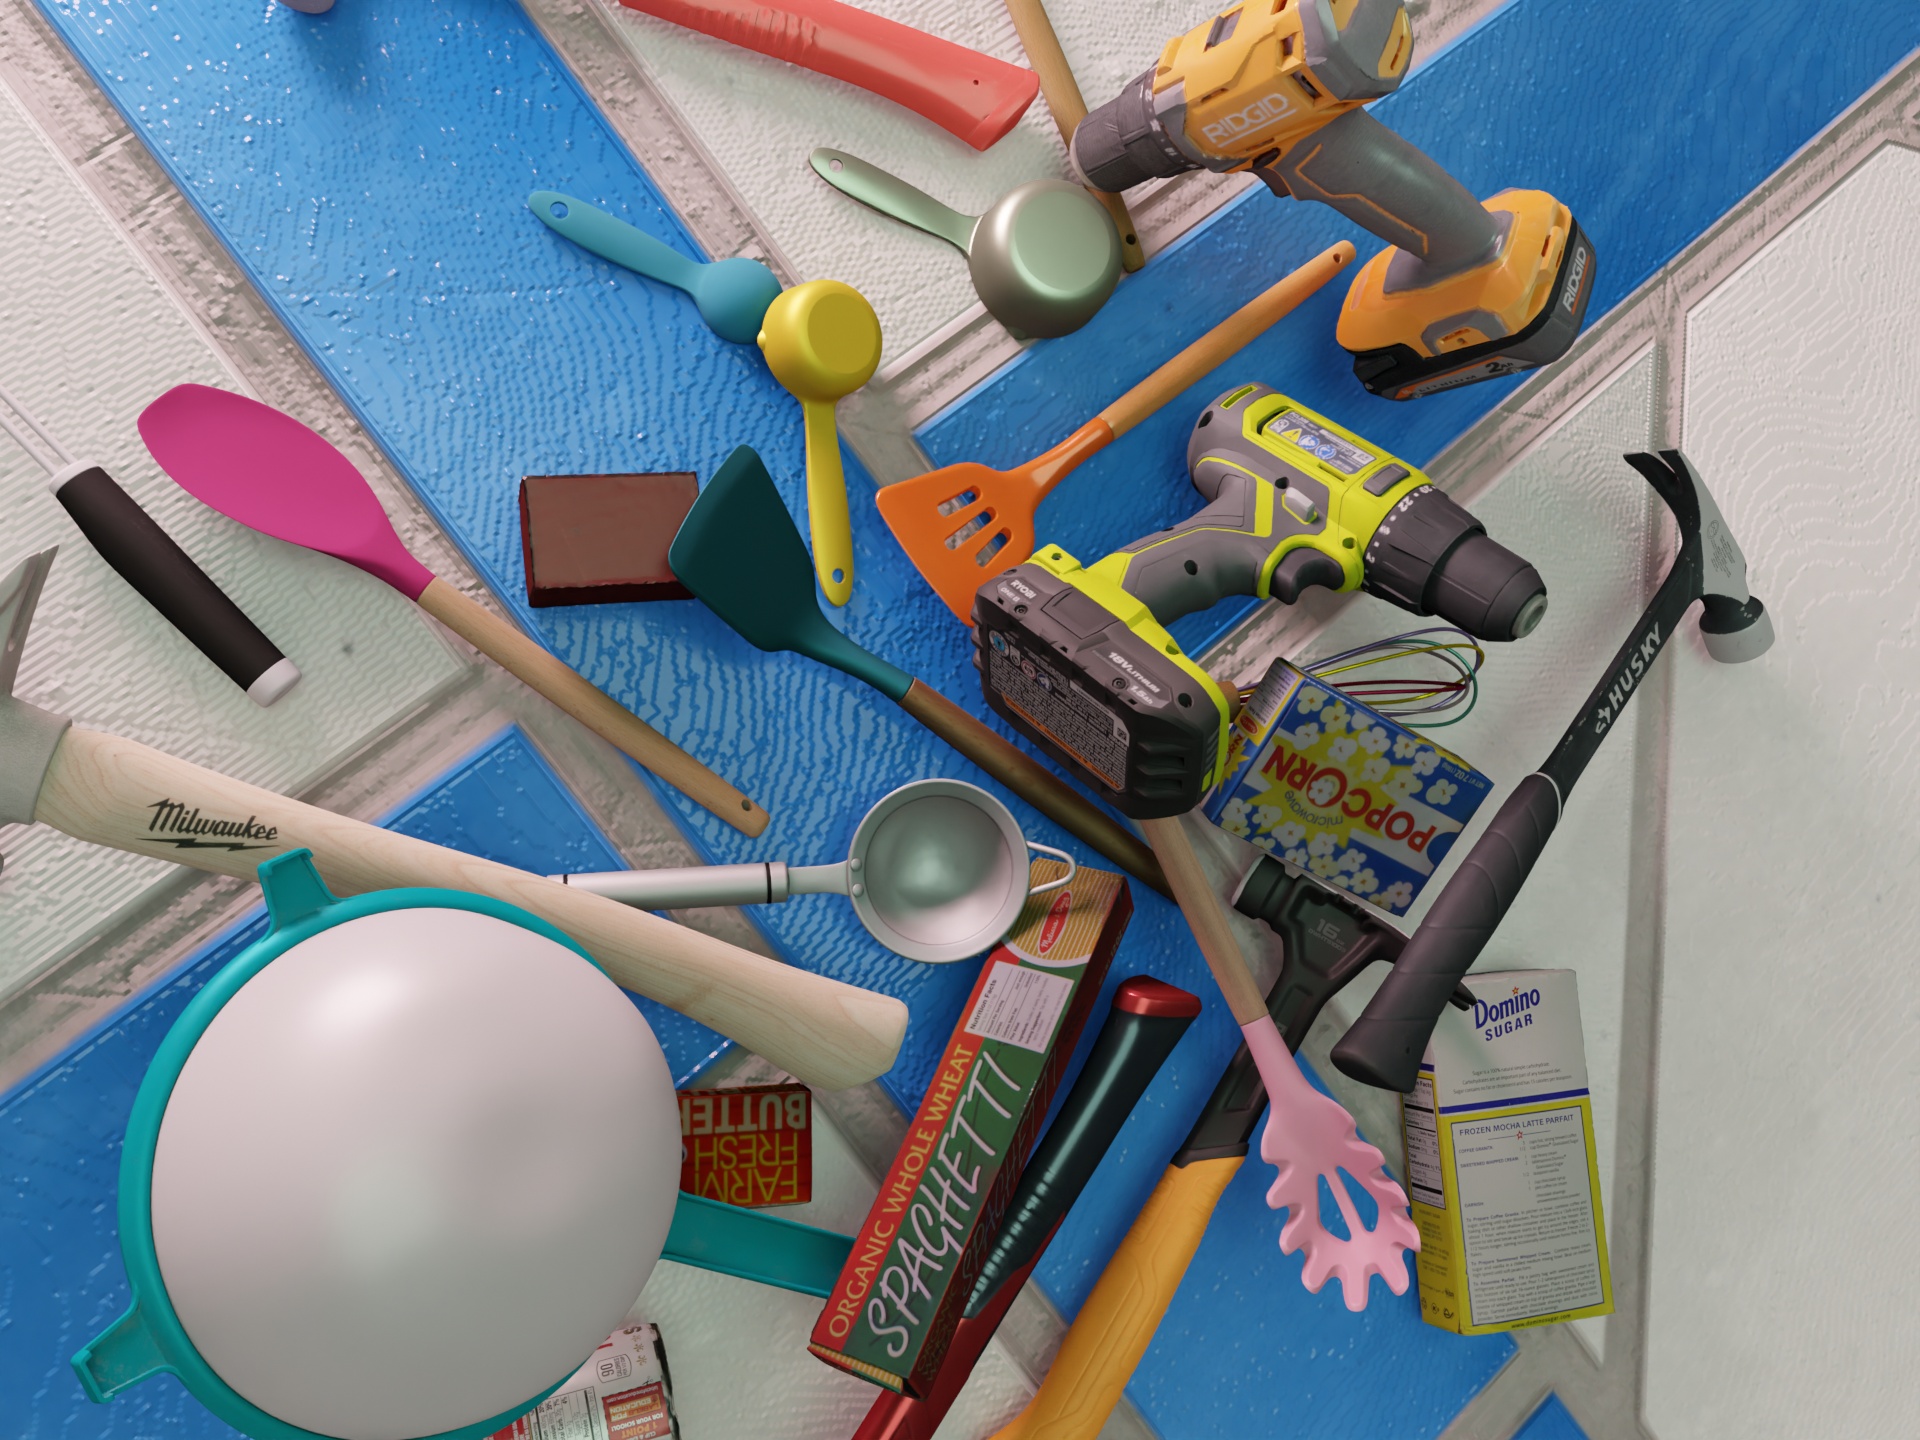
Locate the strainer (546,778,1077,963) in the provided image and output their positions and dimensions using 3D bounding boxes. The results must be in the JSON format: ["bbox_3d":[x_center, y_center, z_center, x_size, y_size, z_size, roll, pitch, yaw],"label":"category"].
[{"bbox_3d":[-0.077,0.073,0.733,0.258,0.050,0.087,-2,92,-12],"label":"strainer"}]

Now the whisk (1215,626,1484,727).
[{"bbox_3d":[0.159,-0.009,0.817,0.245,0.047,0.051,-8,88,-13],"label":"whisk"}]

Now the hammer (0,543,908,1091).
[{"bbox_3d":[-0.210,0.065,0.671,0.410,0.038,0.146,21,101,-16],"label":"hammer"}]

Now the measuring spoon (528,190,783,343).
[{"bbox_3d":[-0.142,-0.220,0.752,0.128,0.021,0.042,23,78,-16],"label":"measuring spoon"}]

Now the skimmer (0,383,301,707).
[{"bbox_3d":[-0.392,-0.157,0.633,0.363,0.090,0.127,48,42,-10],"label":"skimmer"}]

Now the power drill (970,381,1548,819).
[{"bbox_3d":[0.137,-0.056,0.739,0.228,0.080,0.191,-35,56,-25],"label":"power drill"}]

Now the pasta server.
[{"bbox_3d":[0.125,0.115,0.743,0.060,0.040,0.316,-27,80,12],"label":"pasta server"}]

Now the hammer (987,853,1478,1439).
[{"bbox_3d":[0.115,0.235,0.763,0.127,0.034,0.337,31,78,13],"label":"hammer"}]

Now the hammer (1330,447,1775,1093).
[{"bbox_3d":[0.299,0.024,0.795,0.409,0.036,0.149,-47,118,-27],"label":"hammer"}]

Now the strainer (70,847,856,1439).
[{"bbox_3d":[-0.132,0.186,0.611,0.340,0.095,0.211,27,62,-31],"label":"strainer"}]

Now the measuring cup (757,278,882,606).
[{"bbox_3d":[-0.059,-0.133,0.760,0.062,0.029,0.156,-5,89,-36],"label":"measuring cup"}]

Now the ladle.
[{"bbox_3d":[0.030,-0.380,0.821,0.069,0.031,0.315,-24,94,-15],"label":"ladle"}]

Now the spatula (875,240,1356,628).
[{"bbox_3d":[0.094,-0.163,0.810,0.322,0.041,0.081,-38,95,-18],"label":"spatula"}]

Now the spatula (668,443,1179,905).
[{"bbox_3d":[-0.001,-0.002,0.756,0.317,0.044,0.082,36,53,-15],"label":"spatula"}]

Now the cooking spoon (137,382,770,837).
[{"bbox_3d":[-0.216,-0.042,0.708,0.318,0.017,0.069,37,41,-12],"label":"cooking spoon"}]

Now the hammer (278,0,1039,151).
[{"bbox_3d":[-0.132,-0.361,0.763,0.359,0.037,0.149,13,81,-15],"label":"hammer"}]

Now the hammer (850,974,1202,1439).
[{"bbox_3d":[0.003,0.286,0.716,0.386,0.038,0.143,-54,131,-19],"label":"hammer"}]

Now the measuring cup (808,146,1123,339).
[{"bbox_3d":[0.005,-0.251,0.792,0.167,0.038,0.083,21,79,-16],"label":"measuring cup"}]

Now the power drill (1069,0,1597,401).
[{"bbox_3d":[0.176,-0.251,0.776,0.226,0.185,0.084,33,69,-30],"label":"power drill"}]
